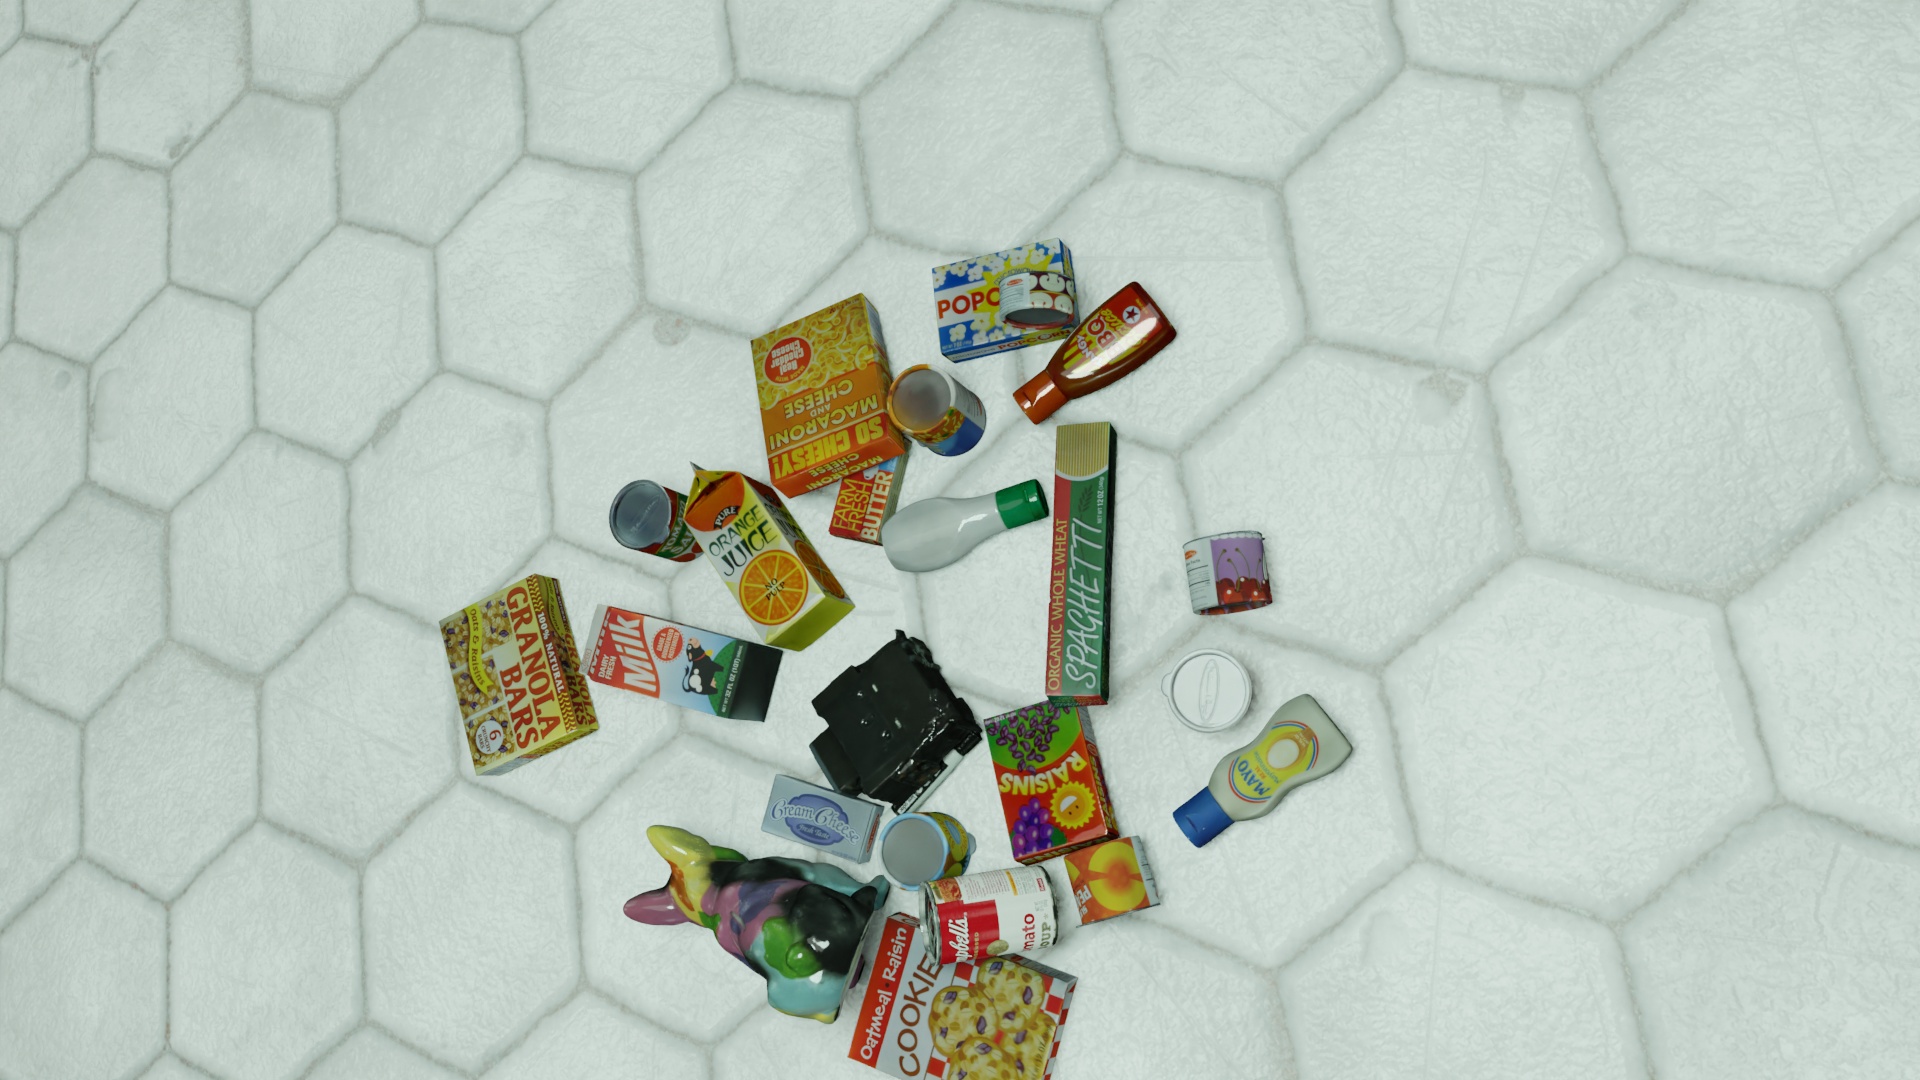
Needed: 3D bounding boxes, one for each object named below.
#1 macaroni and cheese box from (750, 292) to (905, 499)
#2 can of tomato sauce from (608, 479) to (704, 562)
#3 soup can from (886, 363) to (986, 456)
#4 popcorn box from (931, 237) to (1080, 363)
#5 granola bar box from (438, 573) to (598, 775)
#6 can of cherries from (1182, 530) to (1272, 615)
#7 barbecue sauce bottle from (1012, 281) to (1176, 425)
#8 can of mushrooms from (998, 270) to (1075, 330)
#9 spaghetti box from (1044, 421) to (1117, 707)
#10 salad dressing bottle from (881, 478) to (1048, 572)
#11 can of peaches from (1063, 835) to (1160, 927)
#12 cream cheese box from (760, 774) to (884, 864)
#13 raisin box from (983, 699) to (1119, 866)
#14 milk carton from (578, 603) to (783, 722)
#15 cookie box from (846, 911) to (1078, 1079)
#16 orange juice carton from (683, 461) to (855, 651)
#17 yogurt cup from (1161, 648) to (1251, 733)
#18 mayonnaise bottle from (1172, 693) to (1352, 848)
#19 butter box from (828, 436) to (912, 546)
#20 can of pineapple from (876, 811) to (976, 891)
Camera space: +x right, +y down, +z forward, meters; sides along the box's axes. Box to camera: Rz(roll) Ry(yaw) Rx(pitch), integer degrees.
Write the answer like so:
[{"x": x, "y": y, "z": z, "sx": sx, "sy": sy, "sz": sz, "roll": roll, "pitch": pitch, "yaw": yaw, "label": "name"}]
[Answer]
[{"x": -0.124, "y": -0.135, "z": 1.292, "sx": 0.123, "sy": 0.040, "sz": 0.167, "roll": -21, "pitch": 60, "yaw": 15, "label": "macaroni and cheese box"}, {"x": -0.281, "y": -0.016, "z": 1.319, "sx": 0.071, "sy": 0.083, "sz": 0.071, "roll": -4, "pitch": 79, "yaw": 19, "label": "can of tomato sauce"}, {"x": -0.023, "y": -0.115, "z": 1.246, "sx": 0.071, "sy": 0.083, "sz": 0.071, "roll": -4, "pitch": 79, "yaw": 20, "label": "soup can"}, {"x": 0.041, "y": -0.218, "z": 1.268, "sx": 0.126, "sy": 0.038, "sz": 0.085, "roll": -10, "pitch": 76, "yaw": 18, "label": "popcorn box"}, {"x": -0.436, "y": 0.133, "z": 1.369, "sx": 0.124, "sy": 0.039, "sz": 0.166, "roll": -25, "pitch": 72, "yaw": 14, "label": "granola bar box"}, {"x": 0.222, "y": 0.028, "z": 1.141, "sx": 0.071, "sy": 0.071, "sz": 0.058, "roll": -11, "pitch": 76, "yaw": 18, "label": "can of cherries"}, {"x": 0.115, "y": -0.160, "z": 1.228, "sx": 0.148, "sy": 0.043, "sz": 0.065, "roll": -37, "pitch": 71, "yaw": 10, "label": "barbecue sauce bottle"}, {"x": 0.068, "y": -0.207, "z": 1.201, "sx": 0.071, "sy": 0.071, "sz": 0.033, "roll": -3, "pitch": 80, "yaw": 19, "label": "can of mushrooms"}, {"x": 0.104, "y": 0.017, "z": 1.183, "sx": 0.050, "sy": 0.028, "sz": 0.251, "roll": -4, "pitch": 69, "yaw": 20, "label": "spaghetti box"}, {"x": 0.004, "y": -0.016, "z": 1.239, "sx": 0.147, "sy": 0.044, "sz": 0.064, "roll": -18, "pitch": 72, "yaw": 15, "label": "salad dressing bottle"}, {"x": 0.120, "y": 0.276, "z": 1.126, "sx": 0.071, "sy": 0.071, "sz": 0.058, "roll": -20, "pitch": 73, "yaw": 15, "label": "can of peaches"}, {"x": -0.124, "y": 0.248, "z": 1.242, "sx": 0.104, "sy": 0.024, "sz": 0.053, "roll": 13, "pitch": 84, "yaw": 21, "label": "cream cheese box"}, {"x": 0.075, "y": 0.200, "z": 1.165, "sx": 0.086, "sy": 0.040, "sz": 0.124, "roll": -19, "pitch": 65, "yaw": 14, "label": "raisin box"}, {"x": -0.271, "y": 0.112, "z": 1.295, "sx": 0.190, "sy": 0.073, "sz": 0.072, "roll": 13, "pitch": 85, "yaw": 22, "label": "milk carton"}, {"x": 0.001, "y": 0.398, "z": 1.160, "sx": 0.167, "sy": 0.040, "sz": 0.123, "roll": 14, "pitch": 84, "yaw": 21, "label": "cookie box"}, {"x": -0.187, "y": 0.005, "z": 1.288, "sx": 0.073, "sy": 0.072, "sz": 0.193, "roll": -40, "pitch": 70, "yaw": 8, "label": "orange juice carton"}, {"x": 0.206, "y": 0.124, "z": 1.133, "sx": 0.072, "sy": 0.054, "sz": 0.072, "roll": -4, "pitch": 79, "yaw": 19, "label": "yogurt cup"}, {"x": 0.239, "y": 0.189, "z": 1.115, "sx": 0.148, "sy": 0.041, "sz": 0.065, "roll": -40, "pitch": 71, "yaw": 8, "label": "mayonnaise bottle"}, {"x": -0.084, "y": -0.049, "z": 1.287, "sx": 0.053, "sy": 0.024, "sz": 0.103, "roll": 12, "pitch": 83, "yaw": 22, "label": "butter box"}, {"x": -0.030, "y": 0.264, "z": 1.187, "sx": 0.071, "sy": 0.058, "sz": 0.071, "roll": -4, "pitch": 78, "yaw": 19, "label": "can of pineapple"}]
